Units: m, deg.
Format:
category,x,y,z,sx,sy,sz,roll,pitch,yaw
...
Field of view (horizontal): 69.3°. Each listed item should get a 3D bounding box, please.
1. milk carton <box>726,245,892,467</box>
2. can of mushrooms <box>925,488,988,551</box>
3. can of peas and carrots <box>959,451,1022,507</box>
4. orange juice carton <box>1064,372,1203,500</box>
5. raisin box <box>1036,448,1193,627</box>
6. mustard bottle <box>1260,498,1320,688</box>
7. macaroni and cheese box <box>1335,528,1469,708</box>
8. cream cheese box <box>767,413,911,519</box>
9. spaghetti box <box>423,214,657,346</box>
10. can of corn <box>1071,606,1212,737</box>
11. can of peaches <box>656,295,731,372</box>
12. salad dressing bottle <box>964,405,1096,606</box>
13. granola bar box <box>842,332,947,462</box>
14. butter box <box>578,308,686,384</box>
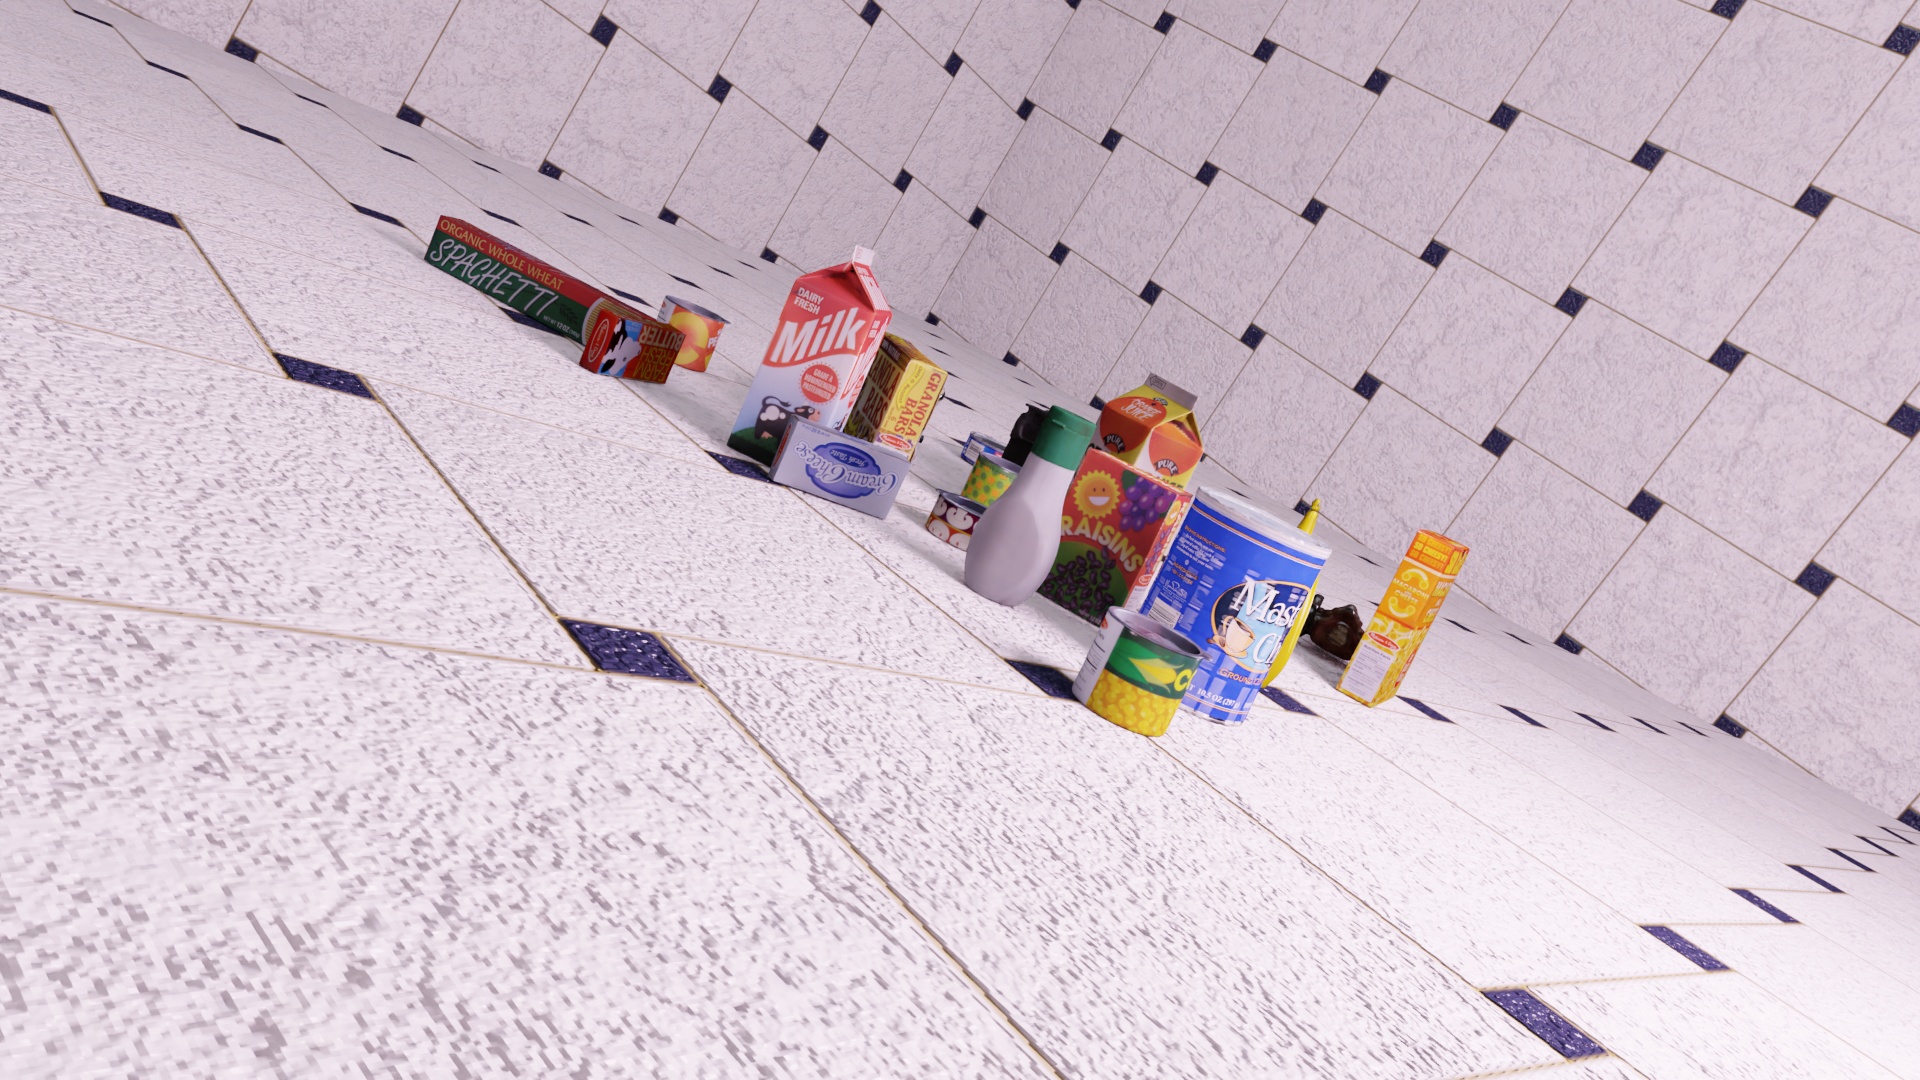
category,x,y,z,sx,sy,sz,roll,pitch,yaw
milk carton,-0.115,-0.150,1.135,0.073,0.190,0.072,25,10,4
can of mushrooms,0.004,-0.015,1.167,0.071,0.033,0.071,24,10,-4
can of peas and carrots,0.037,-0.044,1.314,0.071,0.058,0.071,24,10,-5
orange juice carton,0.154,-0.056,1.268,0.073,0.192,0.072,17,13,-38
raisin box,0.117,0.000,1.104,0.086,0.123,0.040,30,11,25
mustard bottle,0.257,0.039,1.127,0.065,0.160,0.049,24,10,-5
macaroni and cheese box,0.421,0.073,1.311,0.040,0.166,0.124,29,11,24
cream cheese box,-0.096,-0.057,1.097,0.104,0.053,0.024,19,12,-28
spaghetti box,-0.396,-0.235,1.300,0.250,0.050,0.029,28,11,17
can of corn,0.113,0.083,0.868,0.071,0.058,0.071,24,10,-4
can of peaches,-0.278,-0.210,1.419,0.071,0.058,0.071,24,10,-4
salad dressing bottle,0.053,-0.026,1.019,0.064,0.147,0.044,30,11,27
granola bar box,-0.068,-0.114,1.245,0.039,0.124,0.166,21,11,-19
butter box,-0.285,-0.168,1.212,0.024,0.053,0.103,28,11,19
